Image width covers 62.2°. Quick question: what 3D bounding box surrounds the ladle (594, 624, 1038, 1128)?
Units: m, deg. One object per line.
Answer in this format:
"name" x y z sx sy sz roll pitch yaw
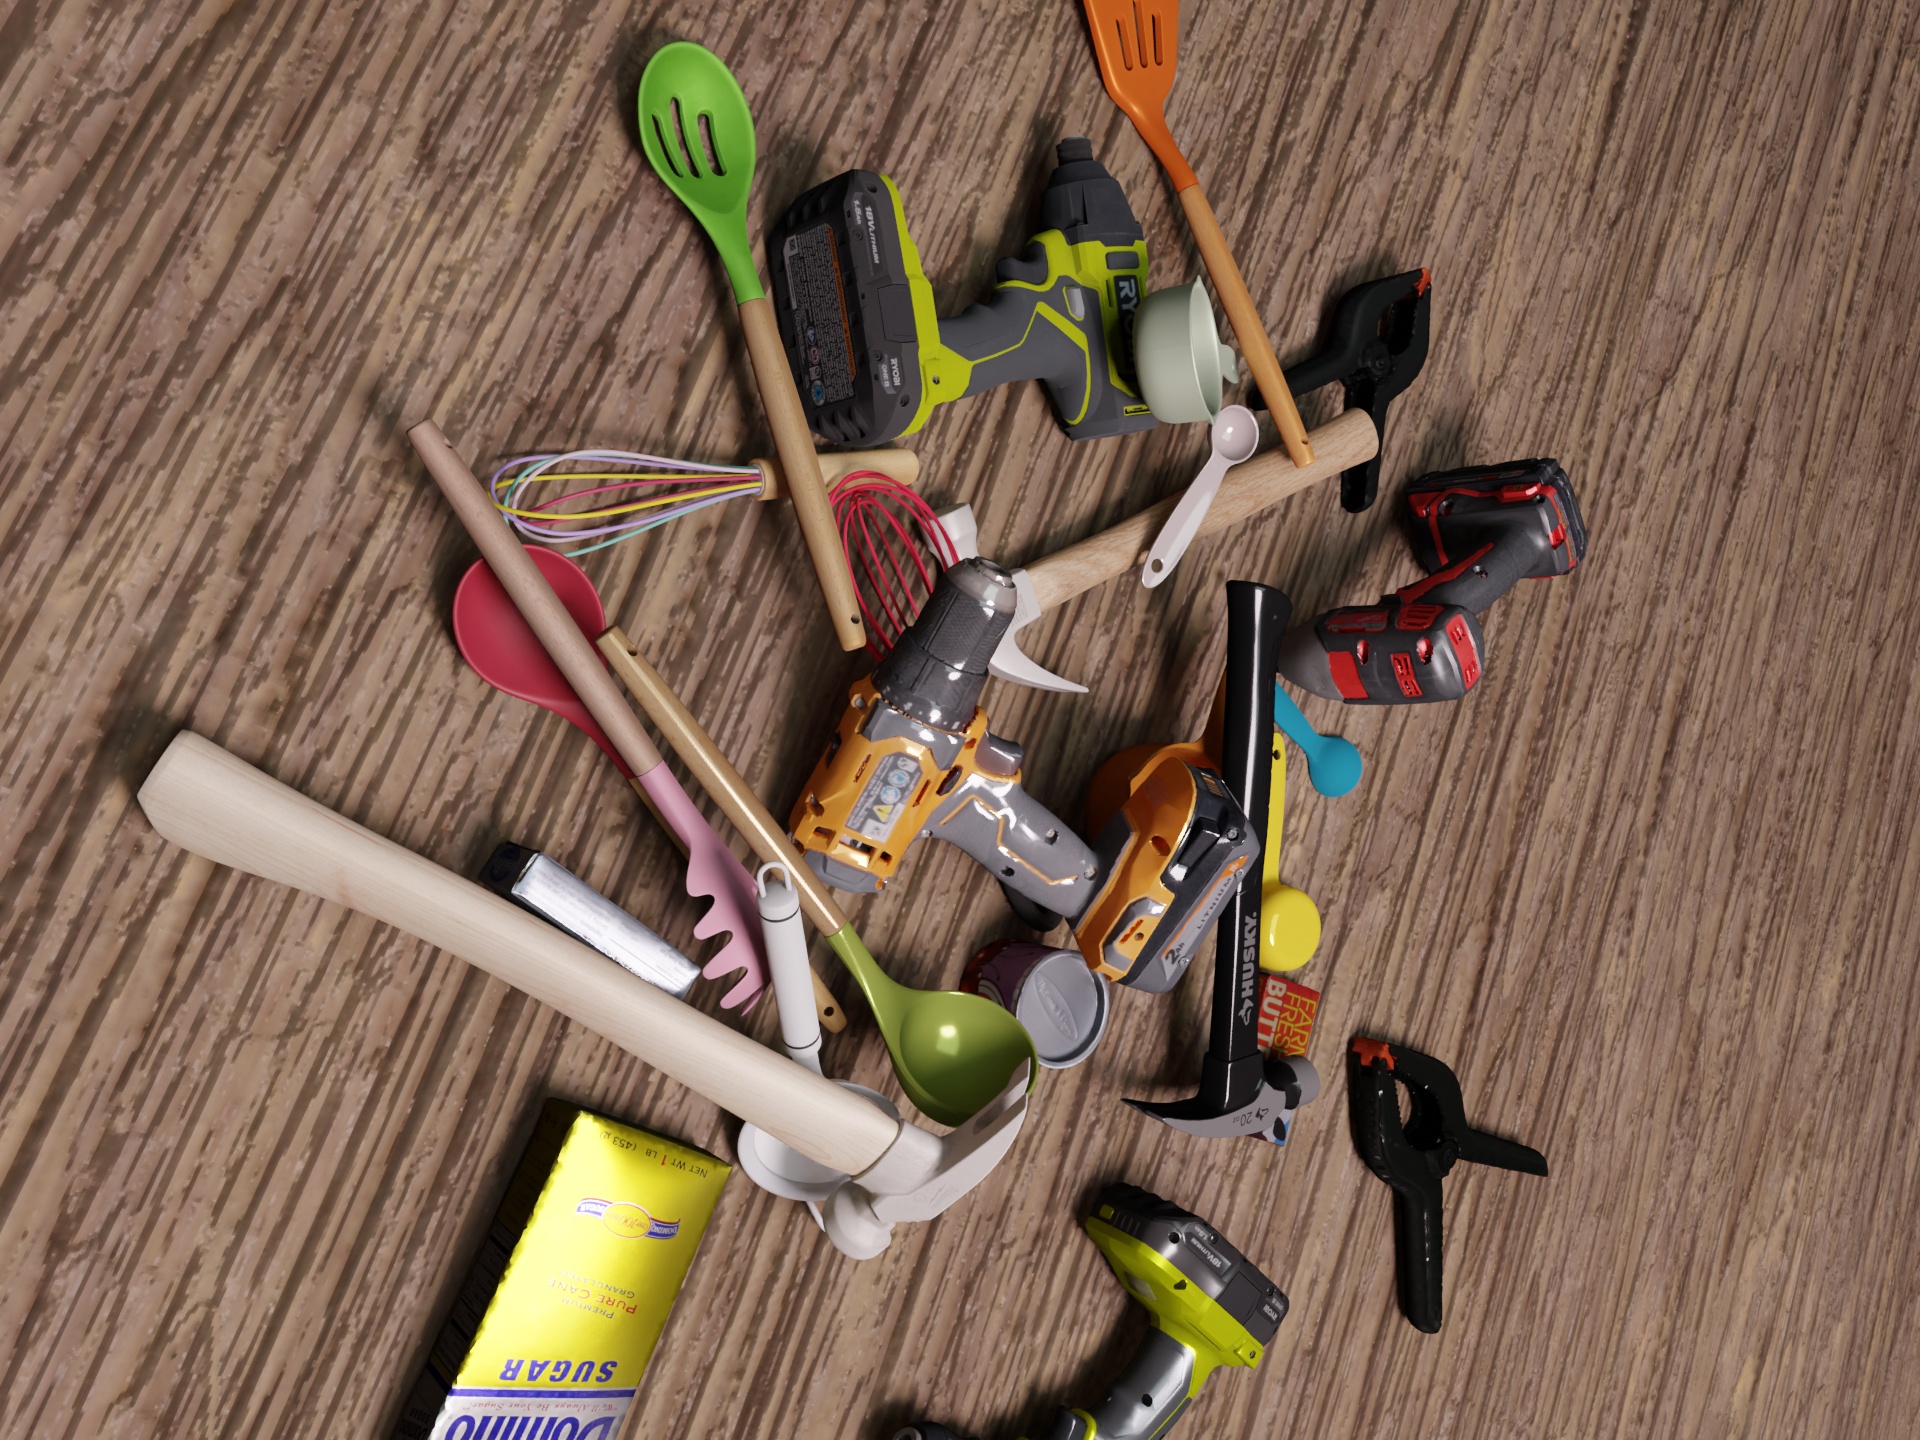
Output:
"ladle" -0.067 0.078 0.778 0.320 0.062 0.078 55 34 -19

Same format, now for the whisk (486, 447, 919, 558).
"whisk" -0.121 -0.118 0.809 0.245 0.047 0.051 -12 95 -36

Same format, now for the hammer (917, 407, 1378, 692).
"hammer" 0.131 -0.118 0.967 0.331 0.031 0.130 -26 106 -25

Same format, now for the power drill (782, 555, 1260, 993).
"power drill" 0.043 0.031 0.835 0.226 0.084 0.185 24 108 -16

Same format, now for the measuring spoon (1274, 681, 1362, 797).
"measuring spoon" 0.229 0.004 1.052 0.128 0.021 0.042 45 67 -27

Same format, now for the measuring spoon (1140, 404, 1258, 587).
"measuring spoon" 0.137 -0.133 0.947 0.034 0.018 0.124 33 84 -26

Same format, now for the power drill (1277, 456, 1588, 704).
"power drill" 0.304 -0.084 1.041 0.220 0.143 0.078 -41 116 -34

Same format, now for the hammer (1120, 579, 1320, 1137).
"hammer" 0.162 0.084 0.937 0.146 0.035 0.334 -6 102 -39

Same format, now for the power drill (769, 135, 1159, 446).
"power drill" 0.013 -0.237 0.881 0.223 0.080 0.171 -14 98 -37

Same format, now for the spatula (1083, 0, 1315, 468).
"spatula" 0.154 -0.307 0.973 0.081 0.041 0.322 -23 90 -32

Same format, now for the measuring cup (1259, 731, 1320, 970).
"measuring cup" 0.210 0.086 1.035 0.062 0.029 0.156 1 91 -34

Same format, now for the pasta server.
"pasta server" -0.167 0.003 0.743 0.040 0.060 0.316 -29 108 6

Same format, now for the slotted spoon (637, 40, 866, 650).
"slotted spoon" -0.100 -0.186 0.805 0.070 0.031 0.314 -17 90 -41

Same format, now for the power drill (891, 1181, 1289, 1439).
"power drill" 0.074 0.390 0.917 0.190 0.080 0.228 46 69 -25

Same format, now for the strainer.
"strainer" -0.077 0.161 0.788 0.087 0.050 0.258 -8 130 -6

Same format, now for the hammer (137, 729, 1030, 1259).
"hammer" -0.162 0.116 0.717 0.410 0.146 0.038 33 32 -18

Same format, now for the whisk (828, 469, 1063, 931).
"whisk" -0.001 -0.003 0.882 0.073 0.073 0.295 -37 115 -28

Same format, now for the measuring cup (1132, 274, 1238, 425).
"measuring cup" 0.135 -0.210 0.931 0.167 0.038 0.083 -22 106 -70

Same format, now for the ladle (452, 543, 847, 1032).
"ladle" -0.145 0.044 0.800 0.069 0.031 0.315 -38 113 -11

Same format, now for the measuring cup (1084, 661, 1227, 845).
"measuring cup" 0.134 0.020 0.973 0.095 0.052 0.174 35 70 -29
